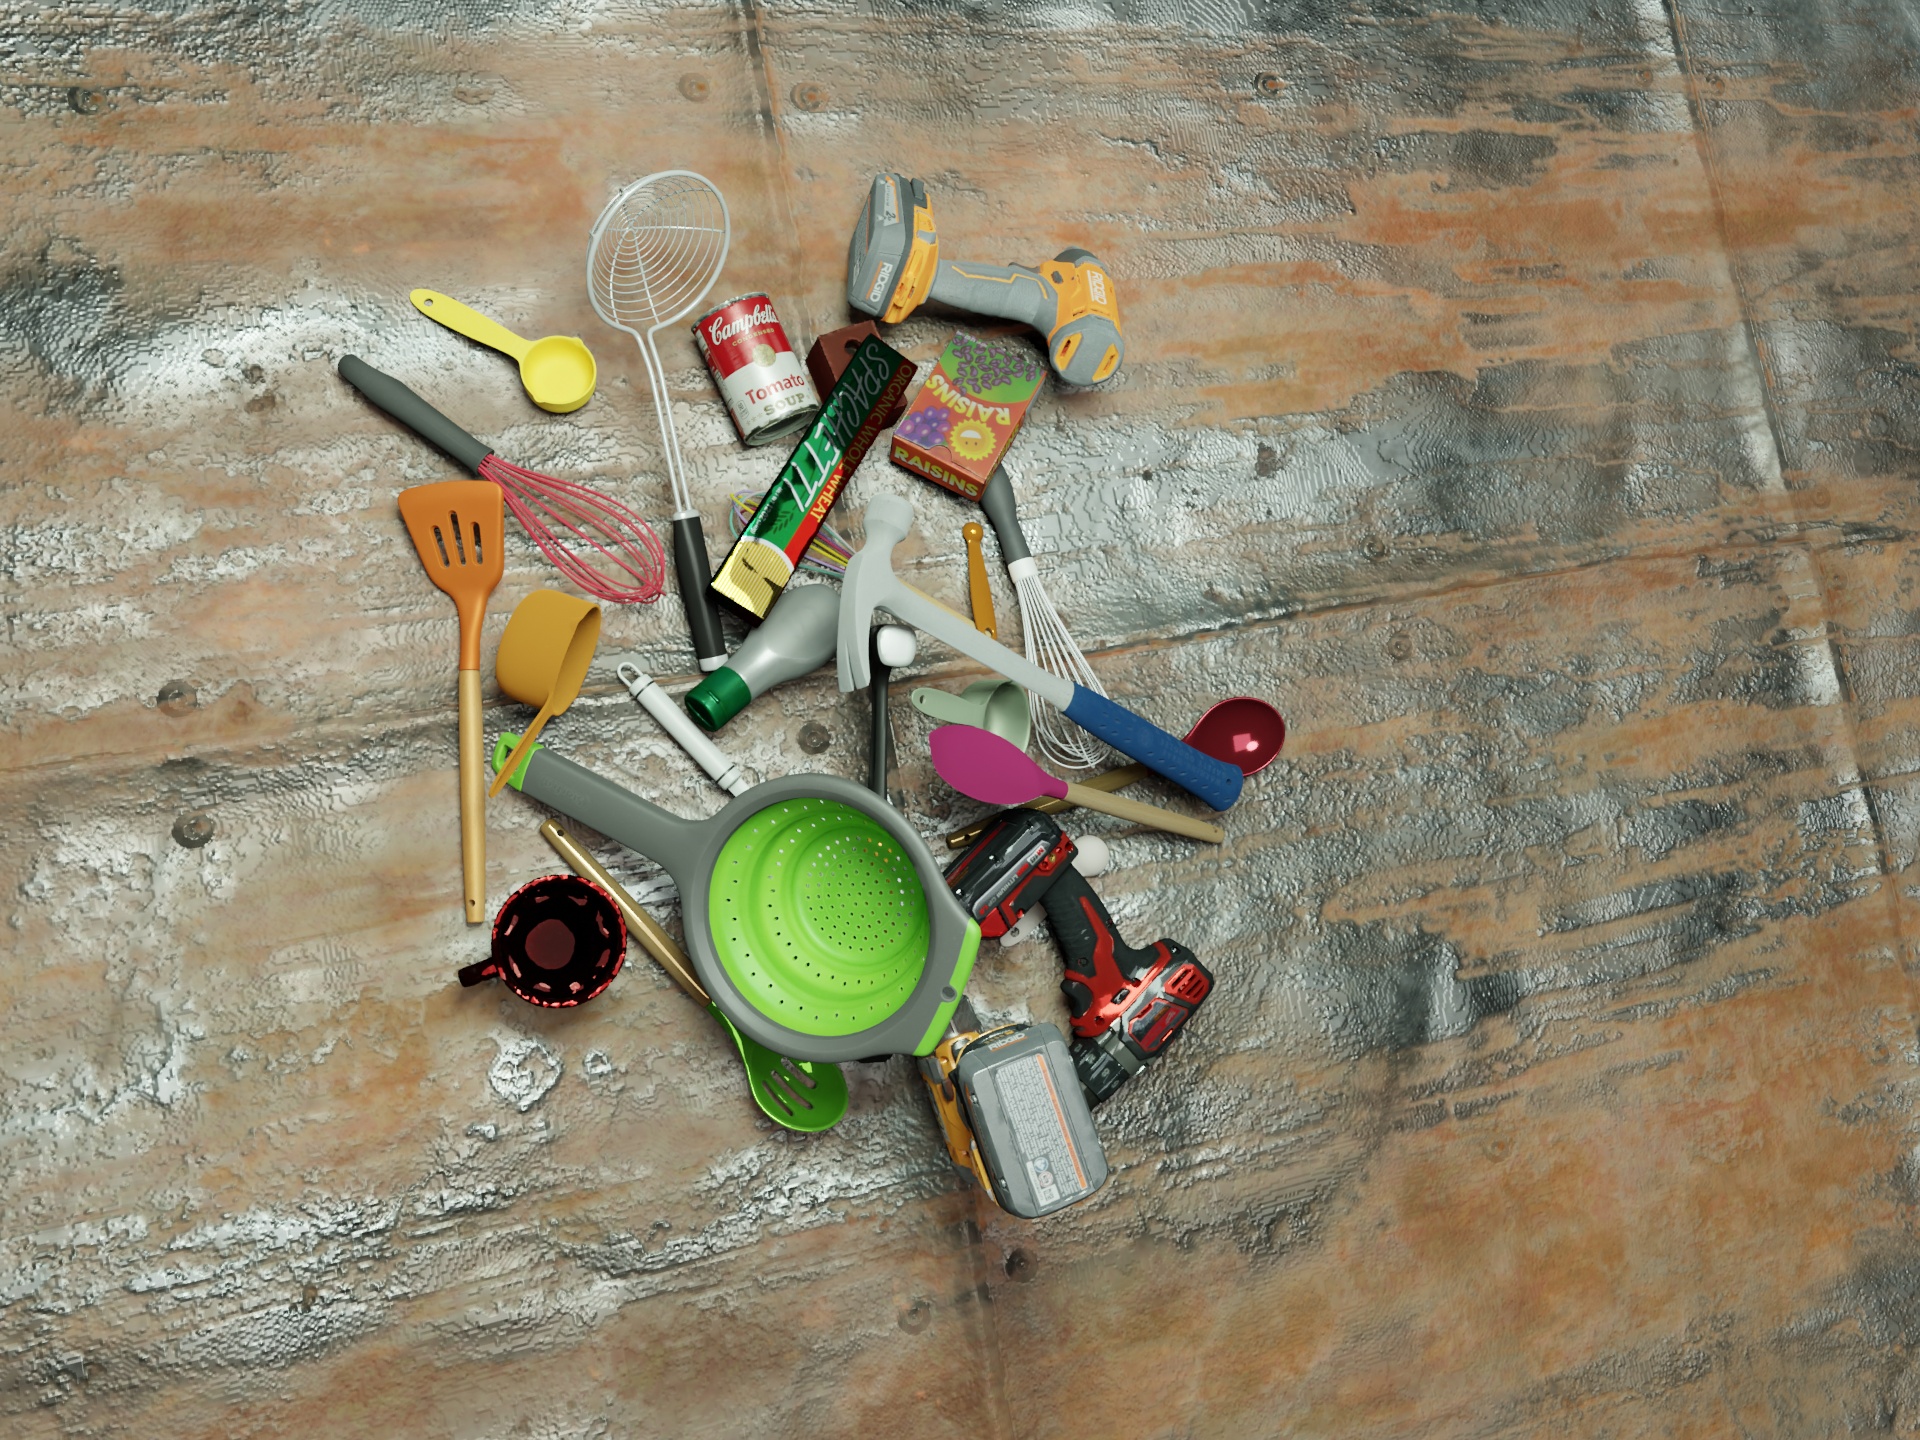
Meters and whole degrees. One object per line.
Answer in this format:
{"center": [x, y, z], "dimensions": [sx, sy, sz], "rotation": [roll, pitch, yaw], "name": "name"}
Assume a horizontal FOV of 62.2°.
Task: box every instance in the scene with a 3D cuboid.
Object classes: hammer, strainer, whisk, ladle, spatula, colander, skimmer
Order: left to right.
{"center": [-0.365, -0.013, 1.169], "dimensions": [0.081, 0.041, 0.323], "rotation": [-4, 84, 5], "name": "spatula"}
{"center": [-0.342, -0.183, 1.197], "dimensions": [0.296, 0.073, 0.073], "rotation": [36, 72, -4], "name": "whisk"}
{"center": [-0.201, -0.217, 1.193], "dimensions": [0.127, 0.090, 0.363], "rotation": [-19, 102, -46], "name": "skimmer"}
{"center": [-0.171, 0.049, 1.224], "dimensions": [0.087, 0.050, 0.258], "rotation": [-44, 90, -7], "name": "strainer"}
{"center": [-0.161, 0.100, 1.165], "dimensions": [0.397, 0.094, 0.204], "rotation": [26, 103, 14], "name": "colander"}
{"center": [-0.079, -0.117, 1.281], "dimensions": [0.245, 0.047, 0.051], "rotation": [29, 72, -15], "name": "whisk"}
{"center": [-0.067, 0.094, 1.232], "dimensions": [0.034, 0.127, 0.337], "rotation": [1, 91, -16], "name": "hammer"}
{"center": [0.062, -0.094, 1.318], "dimensions": [0.070, 0.070, 0.285], "rotation": [-16, 82, -20], "name": "whisk"}
{"center": [0.071, -0.017, 1.226], "dimensions": [0.405, 0.035, 0.144], "rotation": [28, 67, -32], "name": "hammer"}
{"center": [0.132, 0.051, 1.331], "dimensions": [0.315, 0.031, 0.069], "rotation": [-19, 95, -18], "name": "ladle"}

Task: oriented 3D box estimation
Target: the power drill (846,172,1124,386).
{"center": [0.025, -0.372, 1.323], "dimensions": [0.226, 0.084, 0.164], "rotation": [15, 43, -16], "name": "power drill"}

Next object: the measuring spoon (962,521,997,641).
{"center": [0.018, -0.113, 1.314], "dimensions": [0.021, 0.011, 0.117], "rotation": [6, 66, -34], "name": "measuring spoon"}

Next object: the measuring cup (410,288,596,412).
{"center": [-0.354, -0.289, 1.231], "dimensions": [0.156, 0.029, 0.062], "rotation": [28, 73, 0], "name": "measuring cup"}

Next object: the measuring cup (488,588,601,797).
{"center": [-0.318, -0.021, 1.145], "dimensions": [0.052, 0.095, 0.174], "rotation": [22, 54, 1], "name": "measuring cup"}

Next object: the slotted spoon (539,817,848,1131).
{"center": [-0.204, 0.191, 1.196], "dimensions": [0.313, 0.031, 0.070], "rotation": [47, 48, -3], "name": "slotted spoon"}

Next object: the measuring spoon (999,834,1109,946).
{"center": [0.078, 0.141, 1.302], "dimensions": [0.124, 0.018, 0.034], "rotation": [-43, 96, -19], "name": "measuring spoon"}

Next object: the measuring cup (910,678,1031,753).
{"center": [-0.002, -0.004, 1.245], "dimensions": [0.167, 0.038, 0.083], "rotation": [18, 79, -55], "name": "measuring cup"}

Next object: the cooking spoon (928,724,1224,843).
{"center": [0.100, 0.062, 1.266], "dimensions": [0.318, 0.017, 0.069], "rotation": [17, 47, -36], "name": "cooking spoon"}

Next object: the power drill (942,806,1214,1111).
{"center": [0.073, 0.201, 1.258], "dimensions": [0.188, 0.080, 0.226], "rotation": [-45, 103, -11], "name": "power drill"}

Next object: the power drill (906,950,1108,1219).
{"center": [0.017, 0.254, 1.153], "dimensions": [0.084, 0.226, 0.185], "rotation": [-19, 89, -15], "name": "power drill"}
